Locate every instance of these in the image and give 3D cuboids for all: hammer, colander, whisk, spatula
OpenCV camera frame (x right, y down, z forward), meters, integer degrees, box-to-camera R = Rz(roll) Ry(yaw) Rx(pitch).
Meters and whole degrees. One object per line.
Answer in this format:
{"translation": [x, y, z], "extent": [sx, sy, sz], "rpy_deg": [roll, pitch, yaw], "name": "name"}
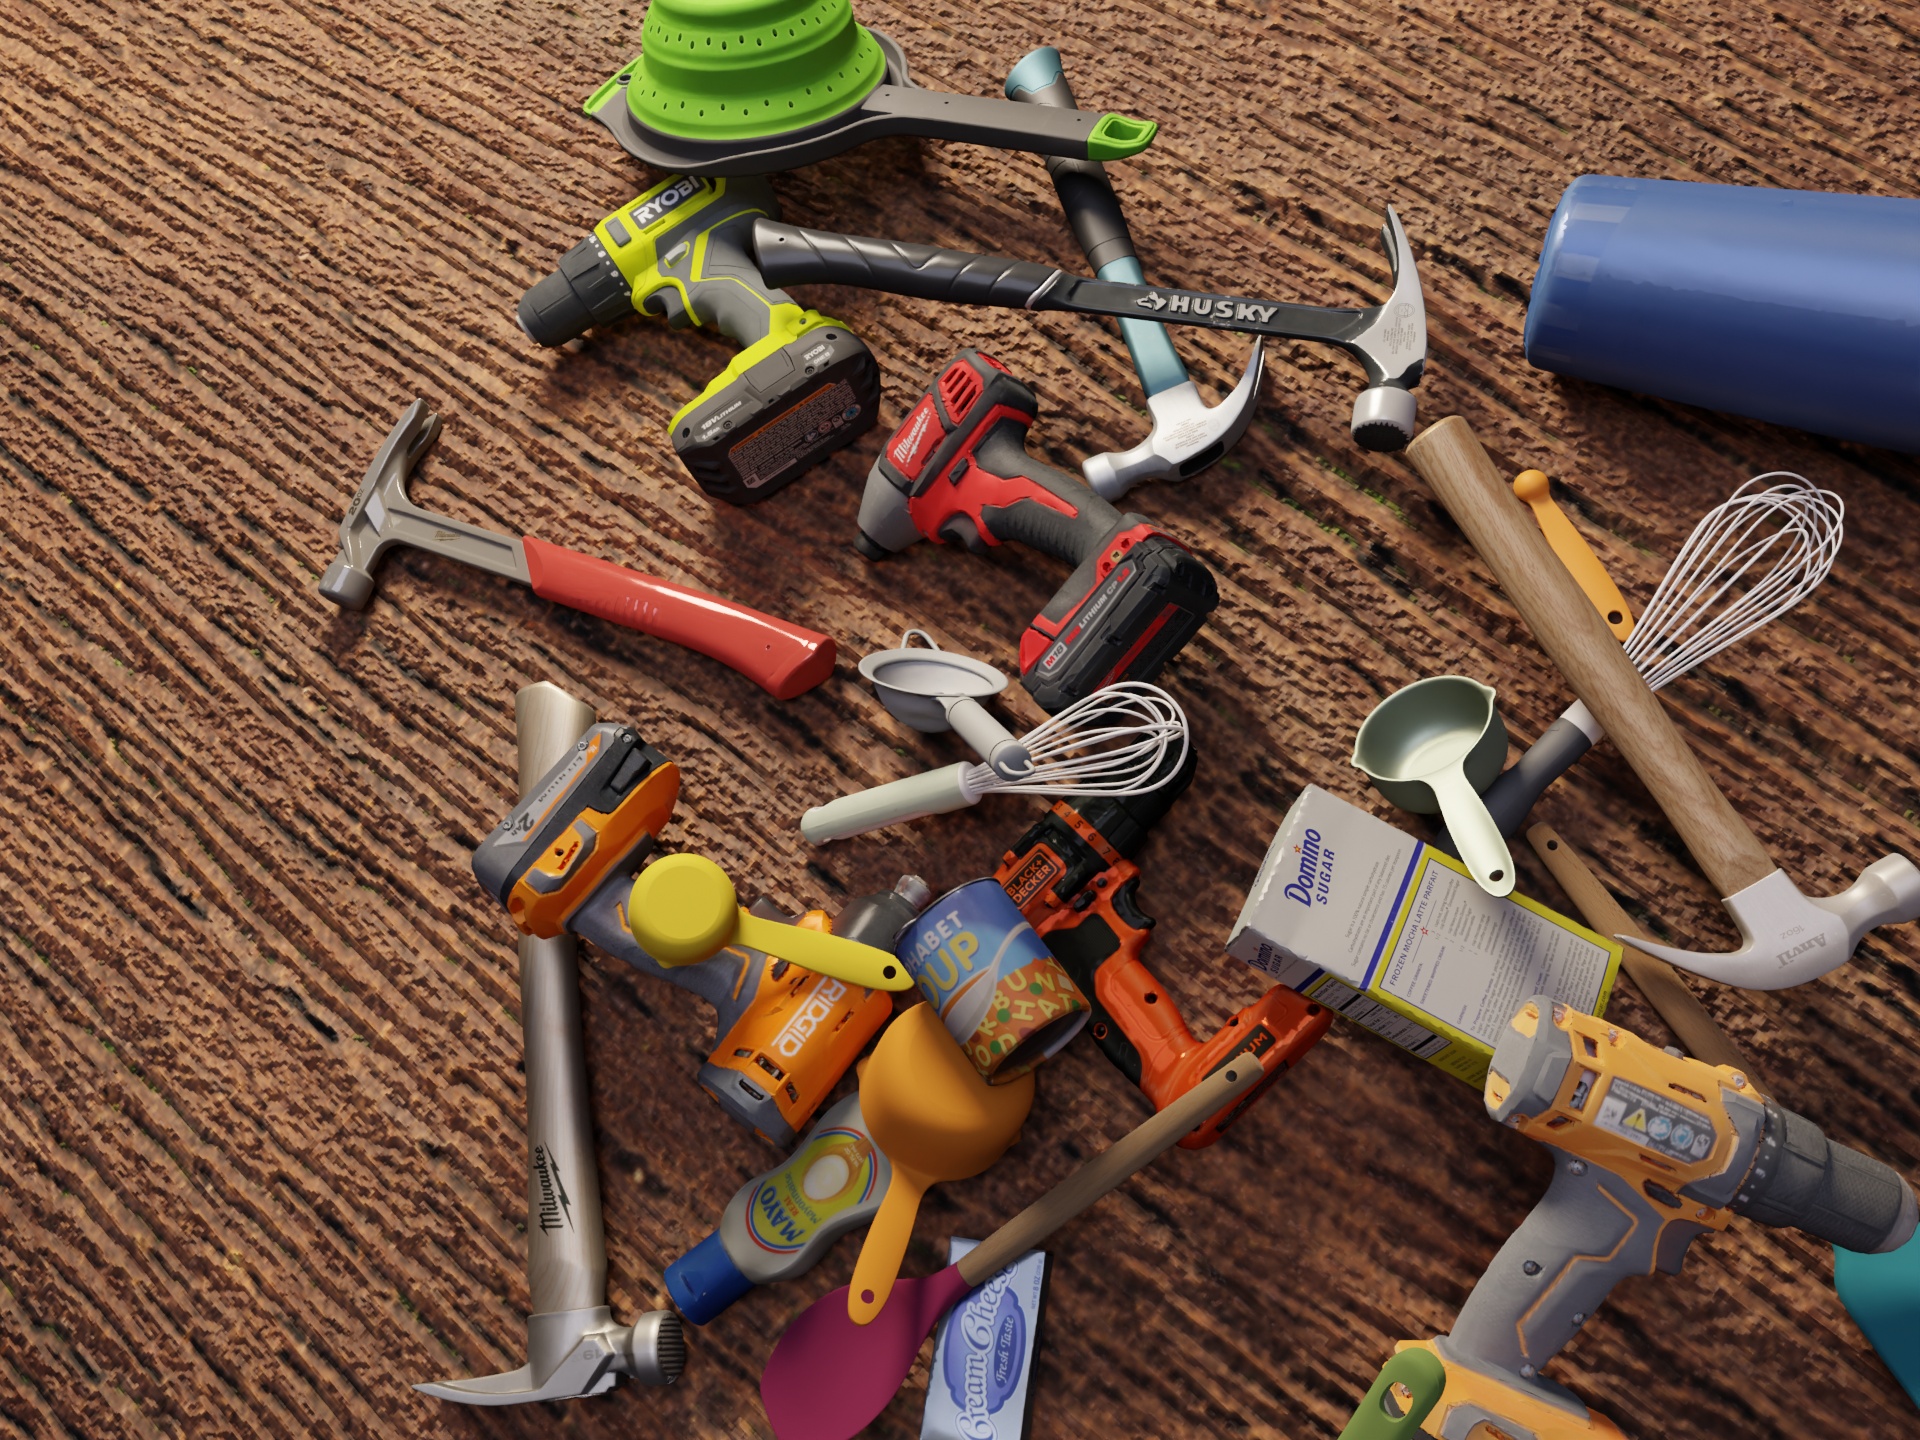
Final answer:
{"translation": [0.094, -0.297, 1.010], "extent": [0.128, 0.033, 0.331], "rpy_deg": [-21, 68, 6], "name": "hammer"}
{"translation": [-0.065, -0.429, 1.018], "extent": [0.397, 0.094, 0.205], "rpy_deg": [15, 51, 20], "name": "colander"}
{"translation": [-0.245, 0.174, 0.922], "extent": [0.146, 0.038, 0.411], "rpy_deg": [-12, 68, 10], "name": "hammer"}
{"translation": [0.012, 0.033, 0.875], "extent": [0.246, 0.057, 0.059], "rpy_deg": [-17, 85, 29], "name": "whisk"}
{"translation": [0.328, -0.015, 0.806], "extent": [0.130, 0.031, 0.331], "rpy_deg": [-32, 73, 9], "name": "hammer"}
{"translation": [-0.239, -0.097, 1.016], "extent": [0.359, 0.036, 0.149], "rpy_deg": [18, 76, 19], "name": "hammer"}
{"translation": [0.383, 0.174, 0.770], "extent": [0.082, 0.044, 0.318], "rpy_deg": [-32, 66, -2], "name": "spatula"}
{"translation": [0.354, -0.022, 0.843], "extent": [0.284, 0.070, 0.070], "rpy_deg": [-44, 67, 1], "name": "whisk"}
{"translation": [0.071, -0.259, 0.947], "extent": [0.409, 0.036, 0.149], "rpy_deg": [10, 71, 8], "name": "hammer"}

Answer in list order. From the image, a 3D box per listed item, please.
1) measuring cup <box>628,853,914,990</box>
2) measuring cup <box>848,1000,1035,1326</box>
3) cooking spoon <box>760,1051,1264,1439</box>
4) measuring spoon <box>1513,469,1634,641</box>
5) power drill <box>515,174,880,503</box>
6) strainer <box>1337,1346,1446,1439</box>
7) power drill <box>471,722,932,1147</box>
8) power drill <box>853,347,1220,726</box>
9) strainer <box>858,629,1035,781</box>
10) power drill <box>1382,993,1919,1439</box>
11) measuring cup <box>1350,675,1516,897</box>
{"translation": [-0.097, 0.111, 0.826], "extent": [0.156, 0.029, 0.062], "rpy_deg": [17, 70, -1], "name": "measuring cup"}
{"translation": [-0.017, 0.217, 0.801], "extent": [0.095, 0.052, 0.174], "rpy_deg": [24, 47, 0], "name": "measuring cup"}
{"translation": [0.023, 0.264, 0.799], "extent": [0.319, 0.017, 0.069], "rpy_deg": [-39, 54, 10], "name": "cooking spoon"}
{"translation": [0.344, -0.094, 0.891], "extent": [0.021, 0.011, 0.117], "rpy_deg": [-24, 67, 4], "name": "measuring spoon"}
{"translation": [-0.173, -0.254, 1.035], "extent": [0.190, 0.080, 0.229], "rpy_deg": [-34, 64, -1], "name": "power drill"}
{"translation": [0.154, 0.373, 0.705], "extent": [0.152, 0.069, 0.256], "rpy_deg": [37, 110, 35], "name": "strainer"}
{"translation": [-0.135, 0.103, 0.881], "extent": [0.226, 0.084, 0.164], "rpy_deg": [37, 70, 9], "name": "power drill"}
{"translation": [0.031, -0.103, 0.927], "extent": [0.143, 0.078, 0.220], "rpy_deg": [-50, 61, 15], "name": "power drill"}
{"translation": [-0.001, -0.003, 0.850], "extent": [0.087, 0.259, 0.050], "rpy_deg": [2, 102, -14], "name": "strainer"}
{"translation": [0.301, 0.259, 0.712], "extent": [0.185, 0.084, 0.226], "rpy_deg": [22, 91, 5], "name": "power drill"}
{"translation": [0.255, 0.042, 0.809], "extent": [0.083, 0.038, 0.168], "rpy_deg": [-30, 32, 16], "name": "measuring cup"}
